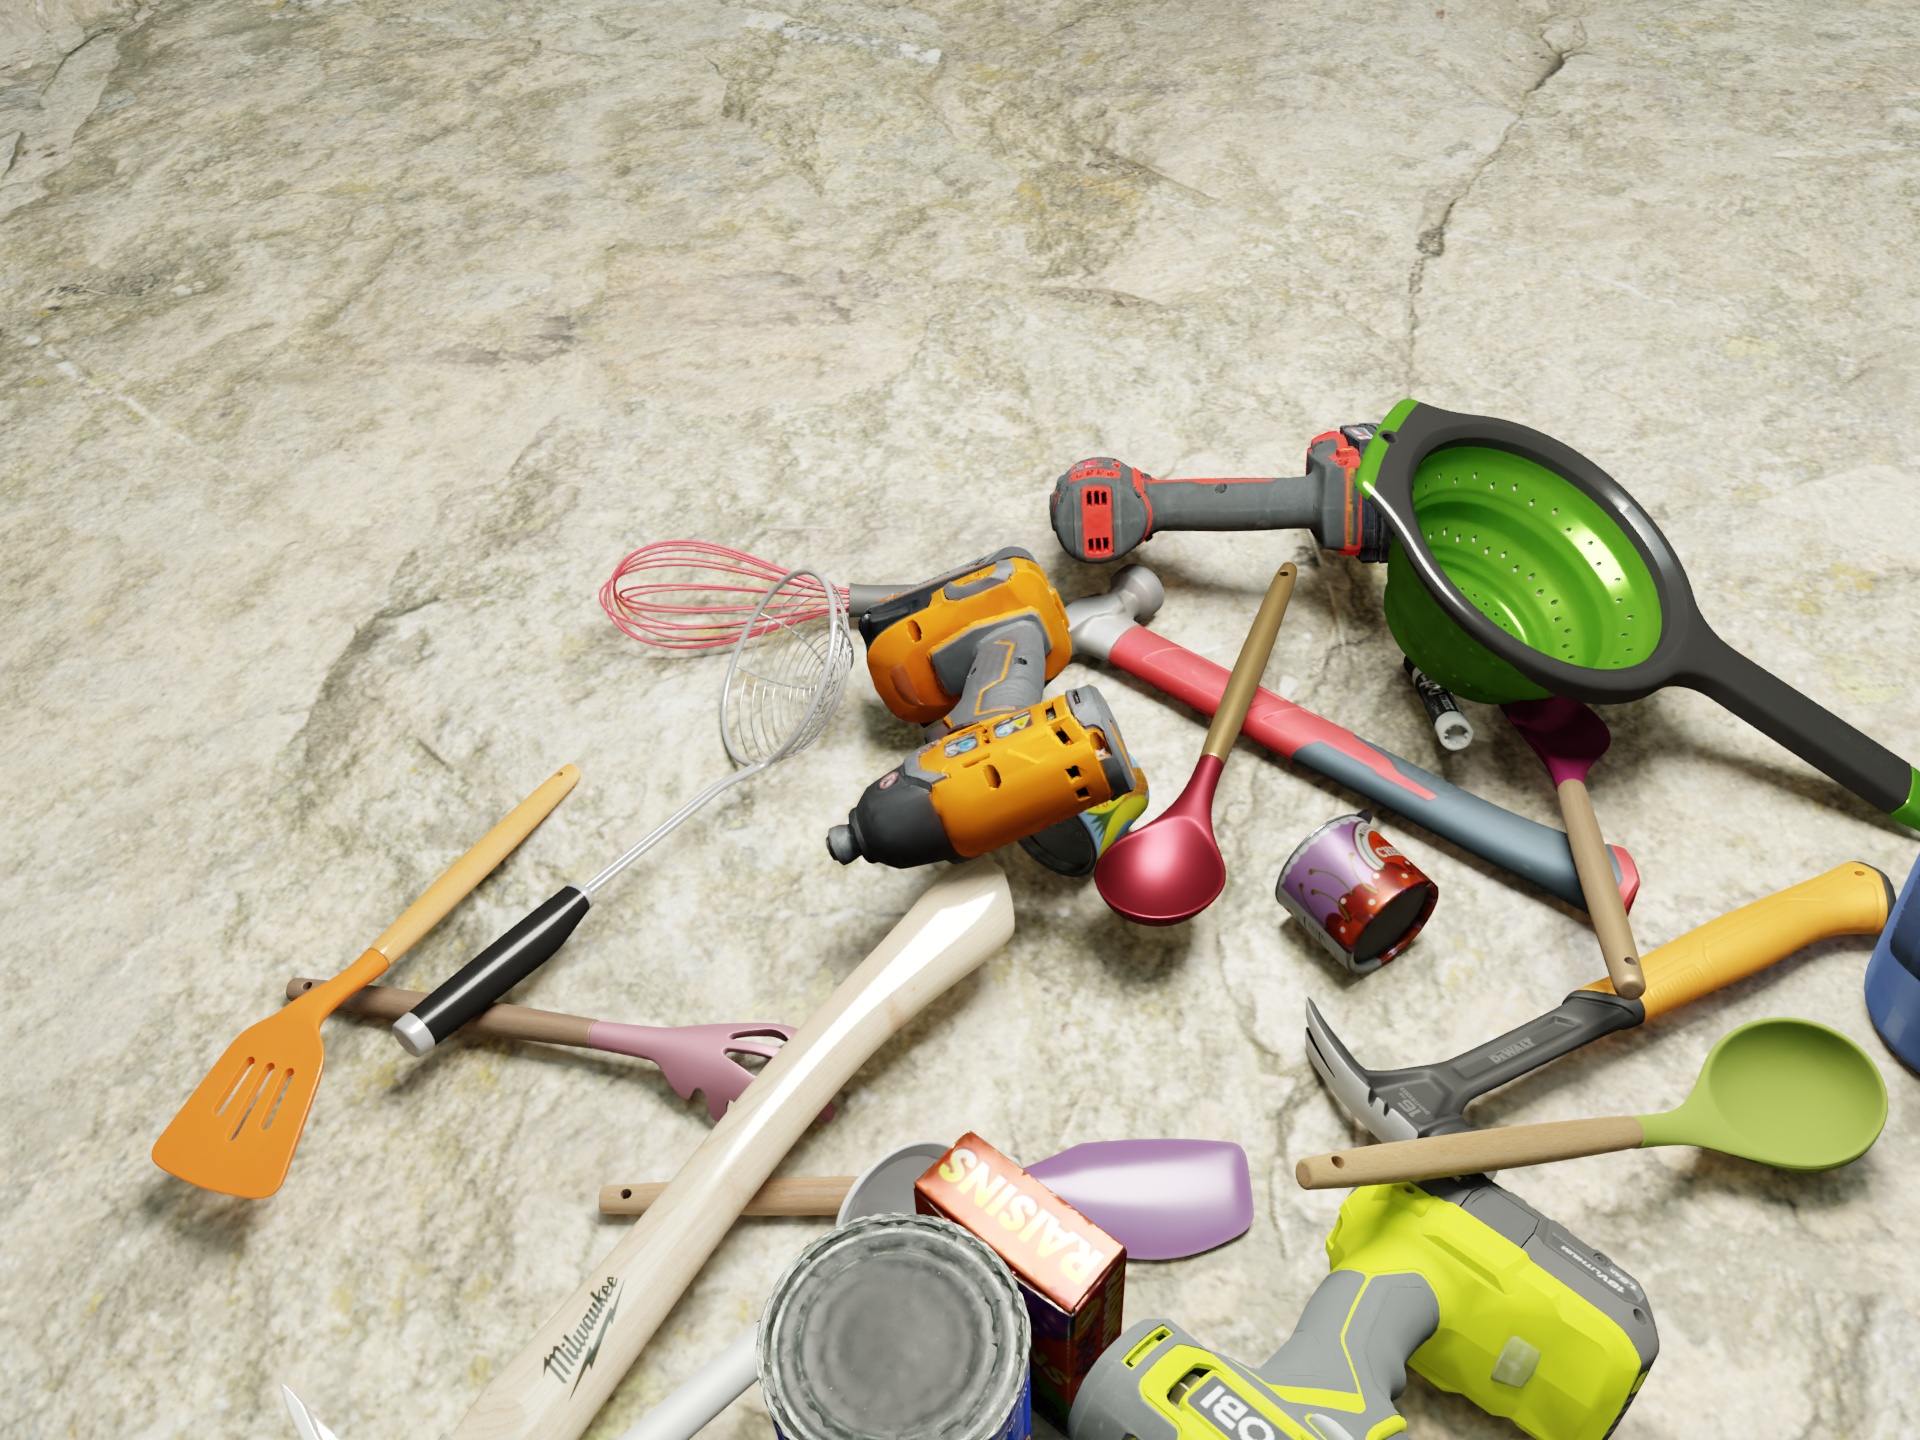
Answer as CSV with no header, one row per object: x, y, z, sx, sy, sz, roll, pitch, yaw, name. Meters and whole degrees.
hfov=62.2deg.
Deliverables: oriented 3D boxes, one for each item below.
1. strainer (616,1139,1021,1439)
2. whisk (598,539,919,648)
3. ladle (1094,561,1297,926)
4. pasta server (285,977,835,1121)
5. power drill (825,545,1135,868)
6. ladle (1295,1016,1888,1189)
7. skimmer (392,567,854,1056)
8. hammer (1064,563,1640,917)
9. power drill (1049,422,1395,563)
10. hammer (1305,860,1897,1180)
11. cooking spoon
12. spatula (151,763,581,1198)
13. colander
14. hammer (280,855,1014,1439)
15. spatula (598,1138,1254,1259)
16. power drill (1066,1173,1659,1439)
-0.075,0.258,0.686,0.050,0.086,0.258,7,28,44,strainer
-0.094,-0.082,1.070,0.296,0.073,0.073,2,44,-3,whisk
0.153,0.006,0.931,0.069,0.031,0.316,13,48,19,ladle
-0.216,0.167,0.843,0.316,0.040,0.060,5,45,15,pasta server
-0.001,-0.003,0.895,0.164,0.084,0.227,-22,29,6,power drill
0.286,0.178,0.707,0.320,0.062,0.078,1,40,-26,ladle
-0.189,0.040,0.907,0.127,0.090,0.363,-15,22,51,skimmer
0.209,0.025,0.950,0.387,0.038,0.143,30,55,30,hammer
0.173,-0.152,1.071,0.226,0.080,0.188,-3,15,6,power drill
0.344,0.137,0.820,0.337,0.034,0.127,-18,32,-19,hammer
0.339,0.051,0.873,0.069,0.017,0.319,15,29,4,cooking spoon
-0.301,0.122,0.871,0.081,0.041,0.323,8,35,21,spatula
0.390,-0.031,0.945,0.397,0.094,0.205,34,50,3,colander
-0.115,0.203,0.748,0.146,0.038,0.411,34,57,13,hammer
-0.017,0.231,0.769,0.316,0.018,0.060,-1,52,2,spatula
0.172,0.269,0.616,0.171,0.080,0.223,31,31,32,power drill
